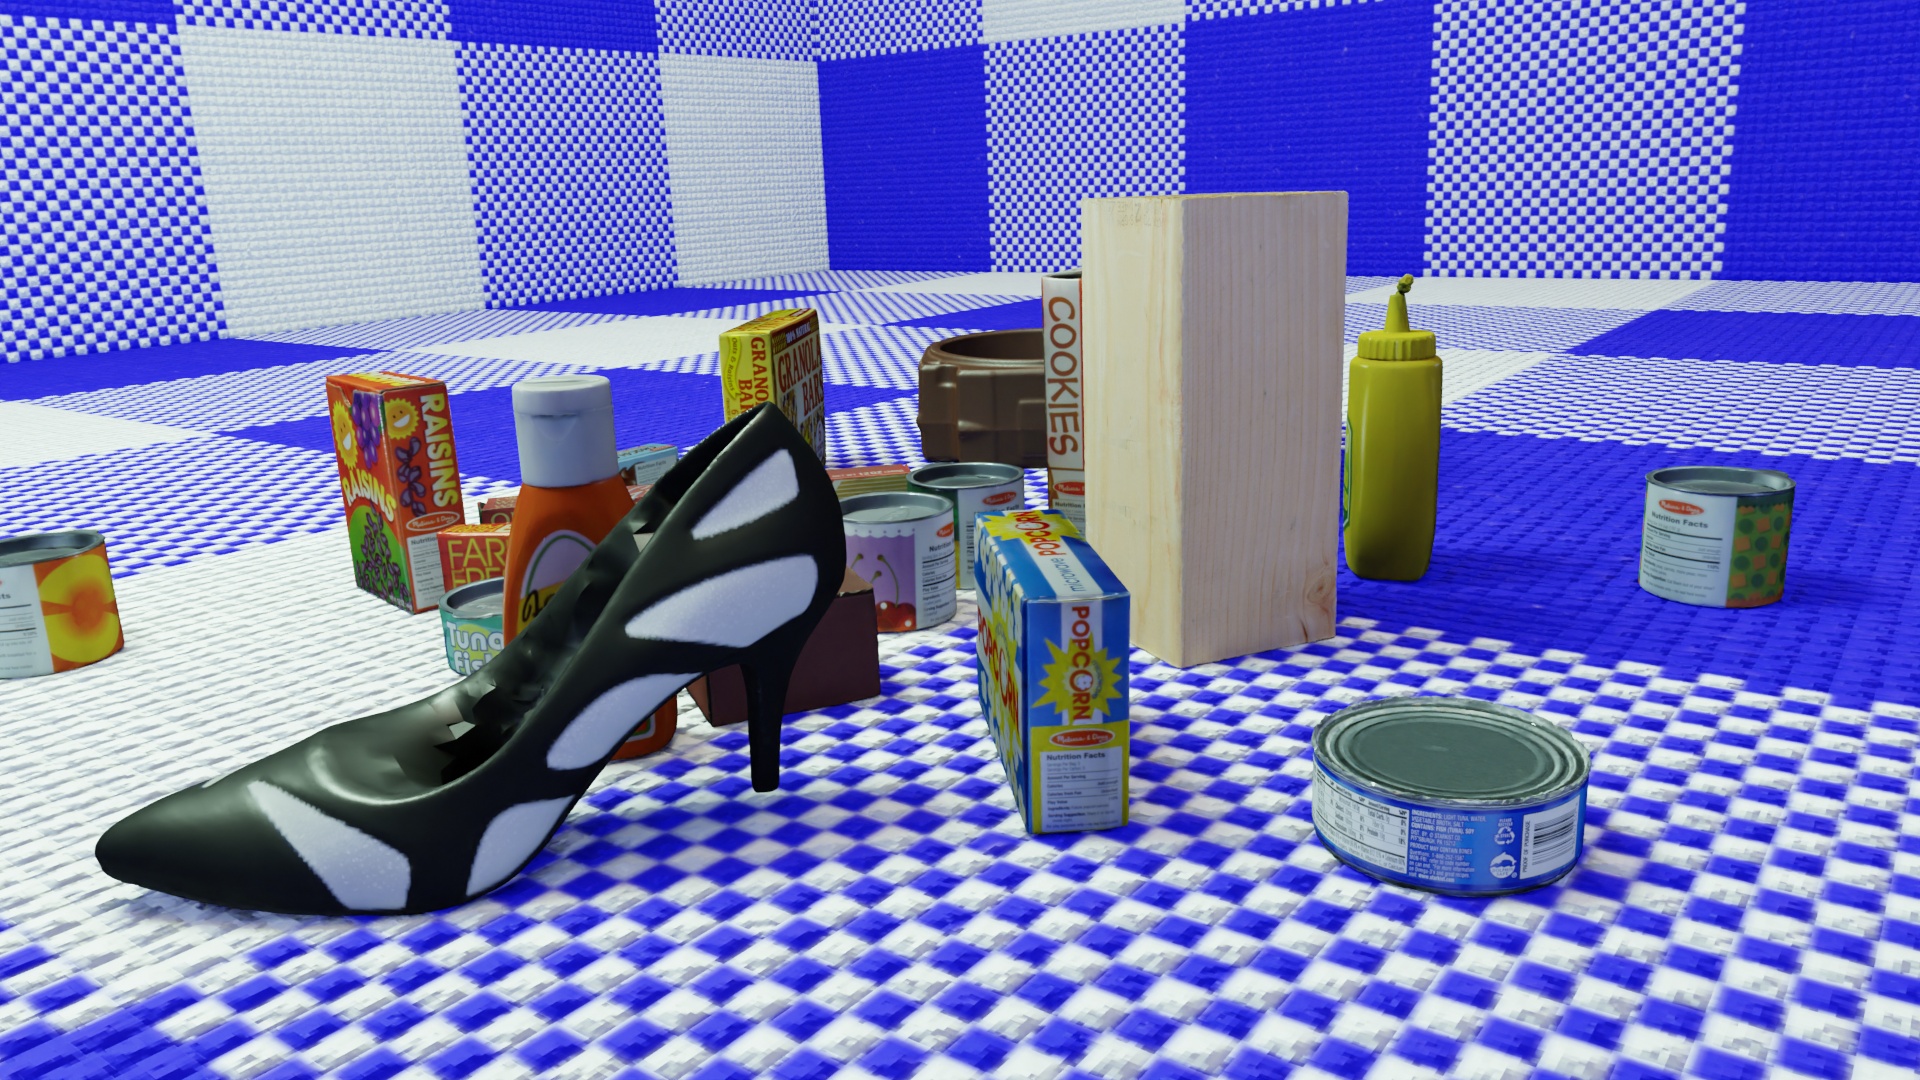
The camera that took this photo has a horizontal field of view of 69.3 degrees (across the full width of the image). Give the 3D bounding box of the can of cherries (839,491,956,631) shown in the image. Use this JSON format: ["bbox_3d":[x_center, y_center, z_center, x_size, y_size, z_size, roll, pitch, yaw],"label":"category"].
[{"bbox_3d":[-0.038,0.010,0.709,0.071,0.058,0.072,-2,14,1],"label":"can of cherries"}]

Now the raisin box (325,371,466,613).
[{"bbox_3d":[-0.313,-0.029,0.772,0.040,0.123,0.086,-14,19,-40],"label":"raisin box"}]

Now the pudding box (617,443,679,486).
[{"bbox_3d":[-0.223,-0.034,0.920,0.030,0.049,0.084,7,17,32],"label":"pudding box"}]

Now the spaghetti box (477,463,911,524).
[{"bbox_3d":[-0.151,-0.009,0.813,0.250,0.050,0.029,-6,15,-12],"label":"spaghetti box"}]

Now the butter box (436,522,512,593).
[{"bbox_3d":[-0.215,0.018,0.716,0.103,0.053,0.024,-1,14,6],"label":"butter box"}]

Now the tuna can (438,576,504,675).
[{"bbox_3d":[-0.216,0.041,0.668,0.071,0.032,0.071,-2,15,1],"label":"tuna can"}]

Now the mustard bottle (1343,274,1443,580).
[{"bbox_3d":[0.230,-0.061,0.739,0.049,0.159,0.065,1,15,14],"label":"mustard bottle"}]

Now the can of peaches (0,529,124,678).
[{"bbox_3d":[-0.458,0.031,0.694,0.071,0.058,0.071,-2,14,1],"label":"can of peaches"}]

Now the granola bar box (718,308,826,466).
[{"bbox_3d":[-0.132,-0.099,1.007,0.039,0.123,0.166,-1,15,5],"label":"granola bar box"}]

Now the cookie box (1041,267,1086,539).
[{"bbox_3d":[0.089,-0.075,0.797,0.040,0.167,0.123,4,16,25],"label":"cookie box"}]

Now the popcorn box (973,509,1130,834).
[{"bbox_3d":[0.032,0.043,0.519,0.038,0.085,0.127,-4,15,-6],"label":"popcorn box"}]

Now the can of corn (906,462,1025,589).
[{"bbox_3d":[0.003,-0.010,0.778,0.071,0.058,0.071,-2,14,1],"label":"can of corn"}]

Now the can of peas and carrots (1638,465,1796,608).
[{"bbox_3d":[0.379,-0.003,0.696,0.071,0.058,0.071,-2,14,1],"label":"can of peas and carrots"}]

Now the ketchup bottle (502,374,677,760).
[{"bbox_3d":[-0.148,0.011,0.543,0.065,0.148,0.043,-3,14,-4],"label":"ketchup bottle"}]
